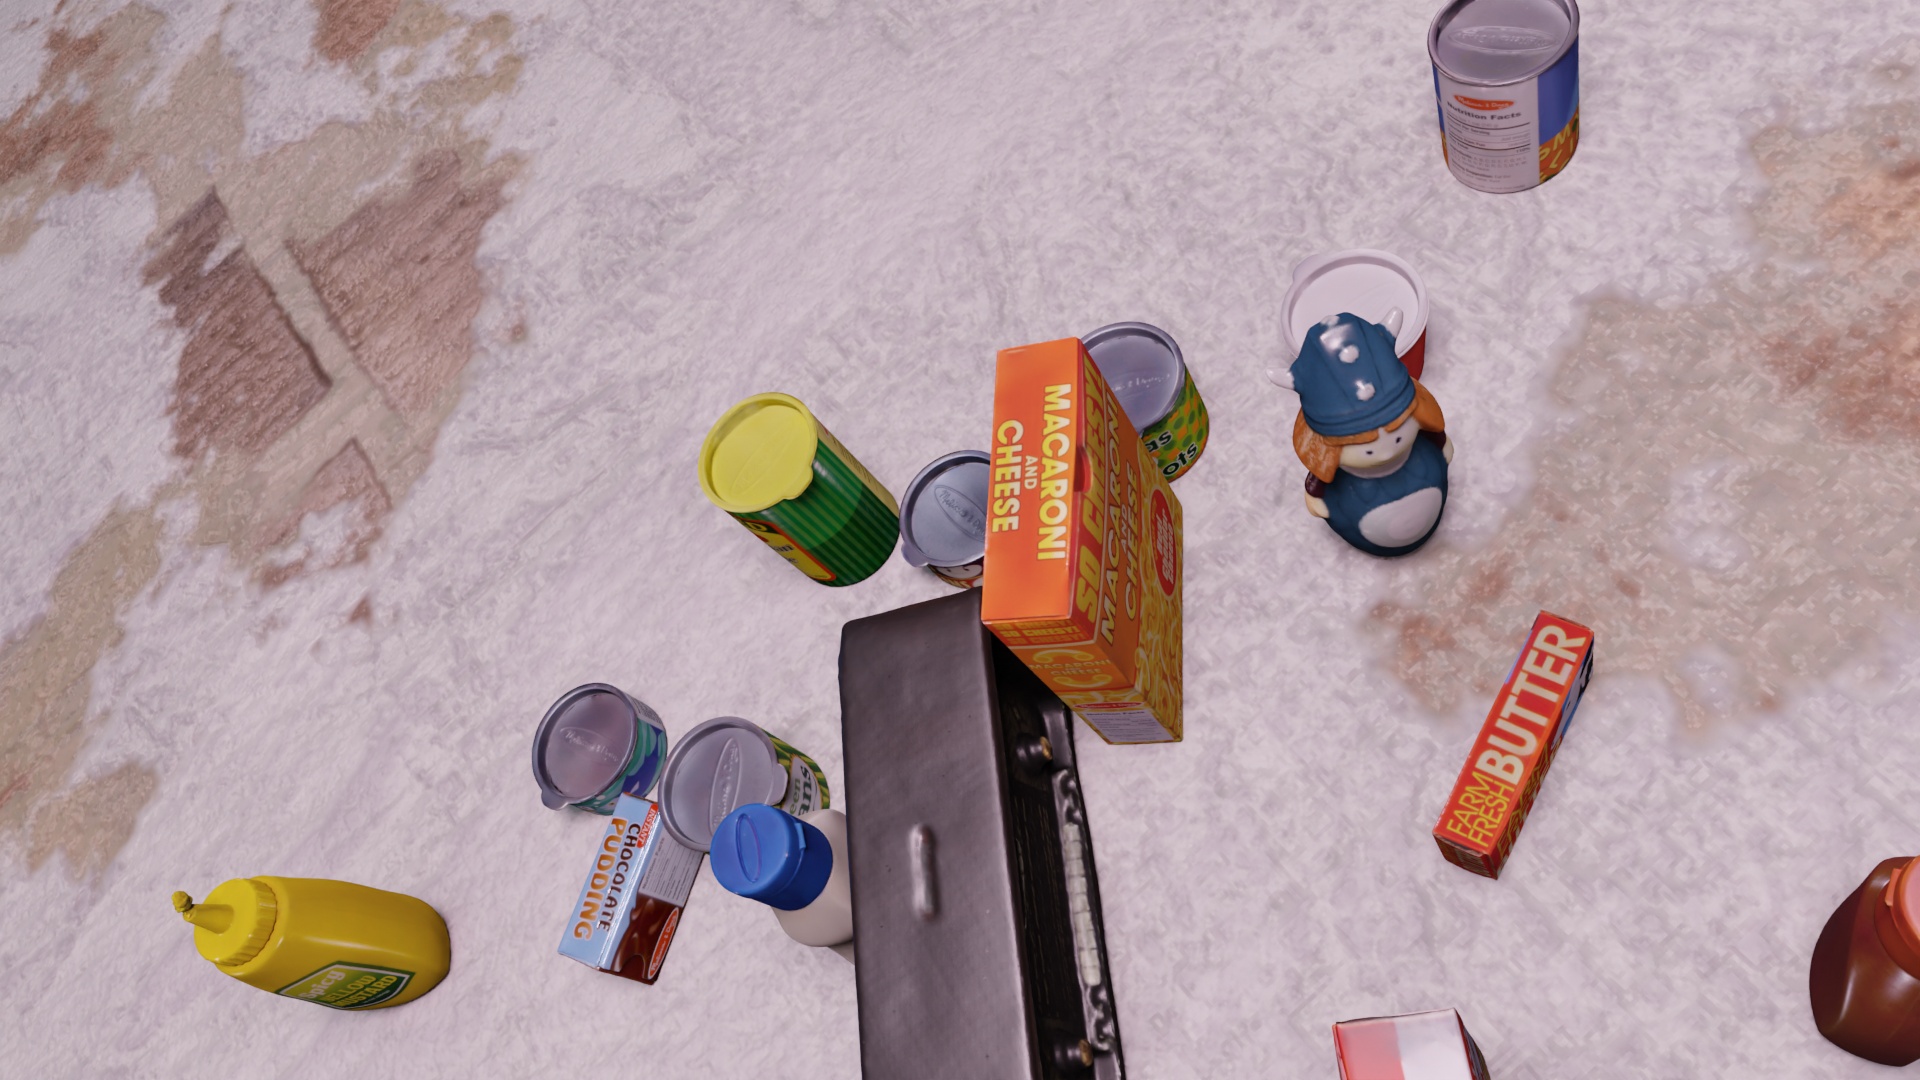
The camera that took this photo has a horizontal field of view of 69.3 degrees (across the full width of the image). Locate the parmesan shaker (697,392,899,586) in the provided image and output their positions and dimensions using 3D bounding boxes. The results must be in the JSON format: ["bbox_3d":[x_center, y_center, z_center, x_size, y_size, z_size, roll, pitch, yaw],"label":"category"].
[{"bbox_3d":[-0.079,-0.022,0.721,0.071,0.103,0.071,-10,63,20],"label":"parmesan shaker"}]

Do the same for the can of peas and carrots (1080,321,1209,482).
[{"bbox_3d":[0.087,-0.065,0.695,0.071,0.058,0.071,-10,63,20],"label":"can of peas and carrots"}]

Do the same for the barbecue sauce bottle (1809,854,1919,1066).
[{"bbox_3d":[0.309,0.131,0.448,0.044,0.148,0.065,18,75,30],"label":"barbecue sauce bottle"}]

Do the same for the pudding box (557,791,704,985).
[{"bbox_3d":[-0.161,0.174,0.693,0.030,0.049,0.084,9,70,27],"label":"pudding box"}]

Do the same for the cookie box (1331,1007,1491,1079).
[{"bbox_3d":[0.164,0.227,0.453,0.040,0.167,0.123,-16,61,16],"label":"cookie box"}]

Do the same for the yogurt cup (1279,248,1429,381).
[{"bbox_3d":[0.192,-0.097,0.667,0.072,0.054,0.072,-10,63,20],"label":"yogurt cup"}]

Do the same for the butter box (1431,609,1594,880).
[{"bbox_3d":[0.226,0.084,0.564,0.024,0.053,0.103,23,77,31],"label":"butter box"}]

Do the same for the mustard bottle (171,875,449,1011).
[{"bbox_3d":[-0.326,0.197,0.689,0.065,0.160,0.049,-29,58,9],"label":"mustard bottle"}]

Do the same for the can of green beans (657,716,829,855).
[{"bbox_3d":[-0.106,0.127,0.687,0.071,0.057,0.071,-10,63,20],"label":"can of green beans"}]

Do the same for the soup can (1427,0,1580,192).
[{"bbox_3d":[0.267,-0.223,0.677,0.071,0.083,0.071,-10,63,20],"label":"soup can"}]

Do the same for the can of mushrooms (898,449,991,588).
[{"bbox_3d":[0.003,-0.009,0.720,0.071,0.033,0.071,-10,62,20],"label":"can of mushrooms"}]

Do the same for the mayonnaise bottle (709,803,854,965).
[{"bbox_3d":[-0.055,0.148,0.600,0.041,0.147,0.065,-24,59,12],"label":"mayonnaise bottle"}]

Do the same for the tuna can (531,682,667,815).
[{"bbox_3d":[-0.195,0.115,0.747,0.071,0.032,0.071,-10,62,19],"label":"tuna can"}]

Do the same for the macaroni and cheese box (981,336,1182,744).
[{"bbox_3d":[0.060,0.007,0.608,0.040,0.166,0.124,-6,64,21],"label":"macaroni and cheese box"}]
